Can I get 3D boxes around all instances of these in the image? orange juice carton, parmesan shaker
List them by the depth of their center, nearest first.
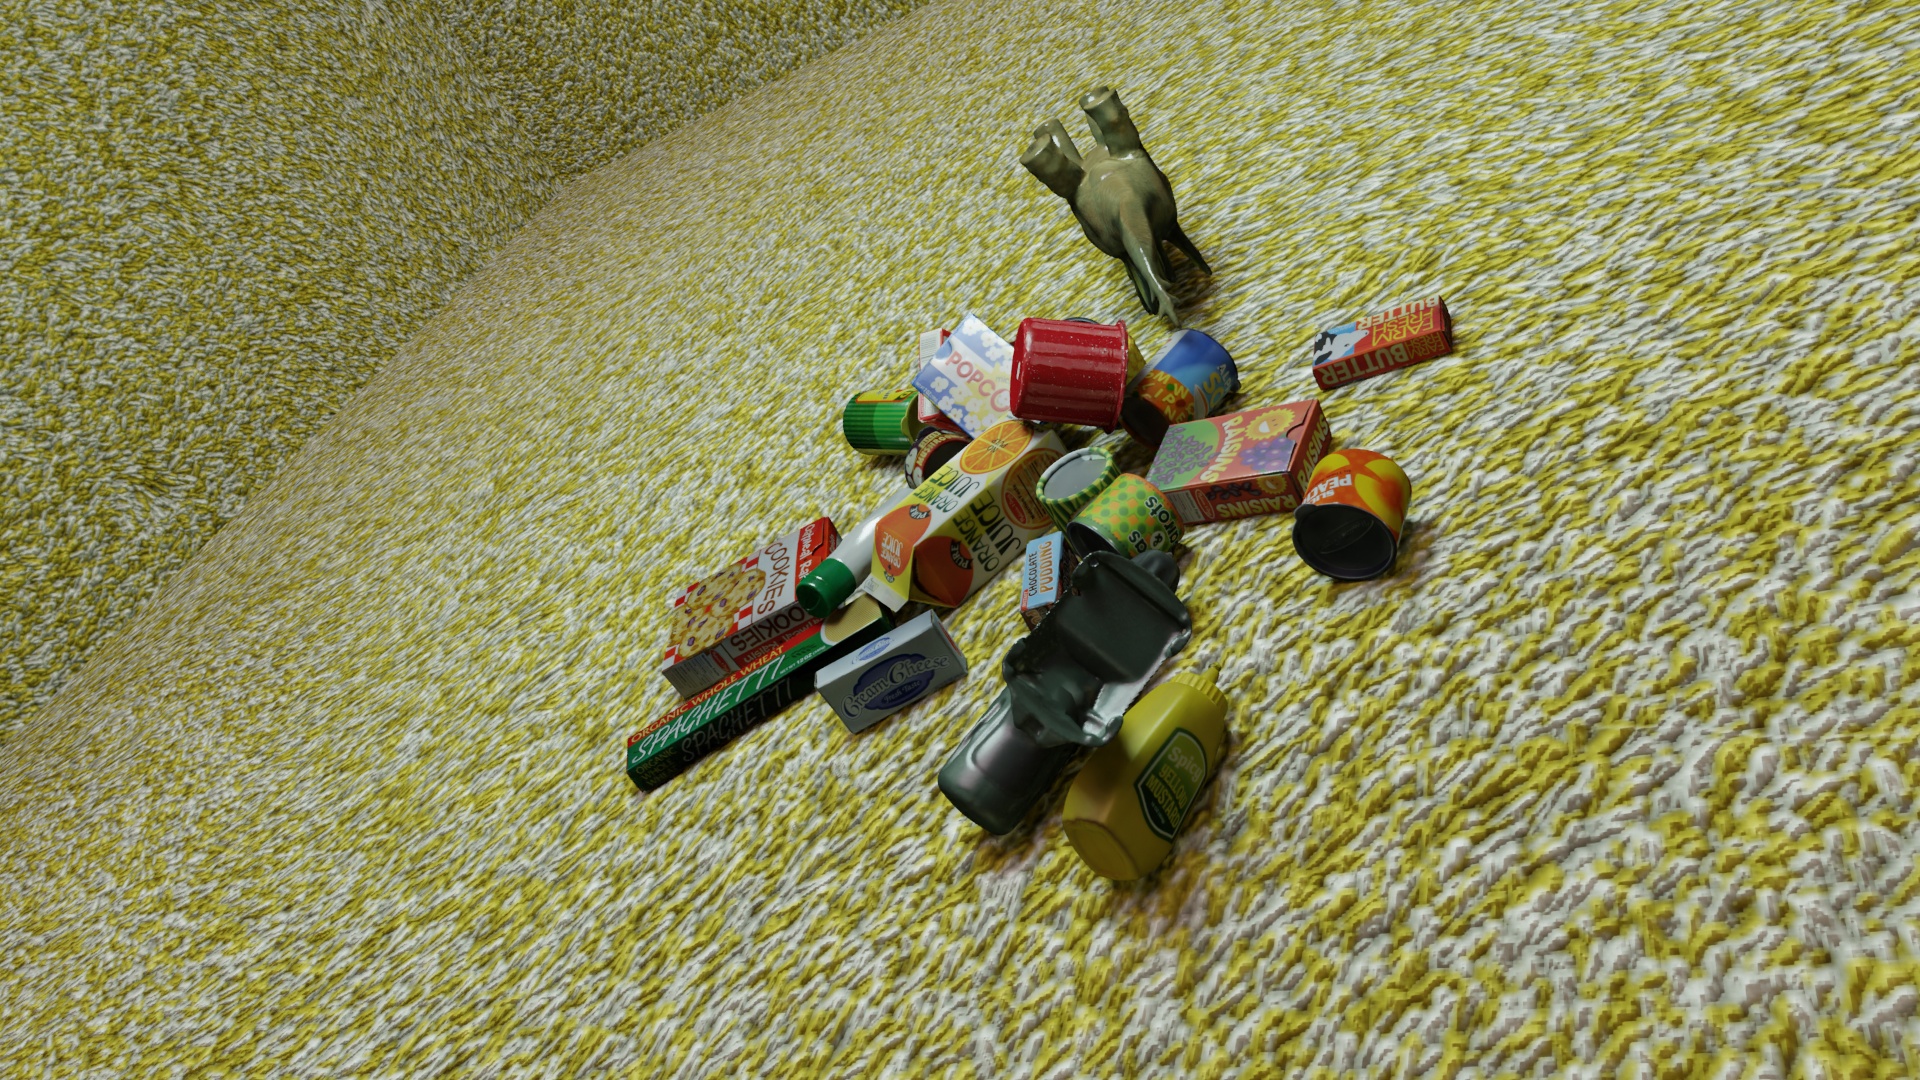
[{"bbox_3d":[0.004,-0.014,1.134,0.193,0.072,0.072,-41,31,-12],"label":"orange juice carton"},{"bbox_3d":[-0.062,-0.115,1.354,0.103,0.071,0.071,5,47,48],"label":"parmesan shaker"}]

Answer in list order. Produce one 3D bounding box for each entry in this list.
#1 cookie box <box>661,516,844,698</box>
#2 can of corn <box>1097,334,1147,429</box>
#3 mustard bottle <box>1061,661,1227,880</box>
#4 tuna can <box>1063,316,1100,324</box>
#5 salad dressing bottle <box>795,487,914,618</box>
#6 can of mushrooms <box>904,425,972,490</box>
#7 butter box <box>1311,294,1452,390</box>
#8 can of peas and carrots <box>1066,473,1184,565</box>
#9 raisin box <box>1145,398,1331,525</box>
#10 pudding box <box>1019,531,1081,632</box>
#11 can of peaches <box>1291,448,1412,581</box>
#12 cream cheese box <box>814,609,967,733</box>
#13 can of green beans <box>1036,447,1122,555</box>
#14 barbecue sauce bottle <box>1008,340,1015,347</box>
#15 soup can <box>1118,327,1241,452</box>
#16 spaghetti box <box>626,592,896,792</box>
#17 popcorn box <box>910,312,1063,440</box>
[{"bbox_3d":[-0.183,0.057,1.247,0.167,0.040,0.123,-27,30,12],"label":"cookie box"},{"bbox_3d":[0.133,-0.138,1.206,0.071,0.058,0.071,-25,30,16],"label":"can of corn"},{"bbox_3d":[0.120,0.124,0.822,0.048,0.065,0.161,-6,35,47],"label":"mustard bottle"},{"bbox_3d":[0.109,-0.166,1.265,0.071,0.071,0.032,-43,-8,-17],"label":"tuna can"},{"bbox_3d":[-0.081,0.011,1.180,0.148,0.044,0.064,-44,-3,-40],"label":"salad dressing bottle"},{"bbox_3d":[-0.014,-0.066,1.232,0.071,0.071,0.033,-40,31,-11],"label":"can of mushrooms"},{"bbox_3d":[0.324,-0.153,1.072,0.103,0.024,0.053,-16,33,29],"label":"butter box"},{"bbox_3d":[0.122,-0.006,1.012,0.059,0.070,0.071,-43,30,-17],"label":"can of peas and carrots"},{"bbox_3d":[0.205,-0.057,1.033,0.123,0.040,0.086,-8,37,37],"label":"raisin box"},{"bbox_3d":[0.068,0.038,1.015,0.030,0.049,0.084,-20,32,22],"label":"pudding box"},{"bbox_3d":[0.251,-0.018,0.896,0.071,0.071,0.058,-9,36,37],"label":"can of peaches"},{"bbox_3d":[-0.052,0.099,1.040,0.104,0.053,0.024,-29,27,9],"label":"cream cheese box"},{"bbox_3d":[0.100,-0.030,1.078,0.071,0.057,0.071,-25,30,16],"label":"can of green beans"},{"bbox_3d":[0.050,-0.166,1.348,0.148,0.043,0.065,-10,41,37],"label":"barbecue sauce bottle"},{"bbox_3d":[0.177,-0.120,1.131,0.084,0.071,0.071,-47,32,-21],"label":"soup can"},{"bbox_3d":[-0.166,0.124,1.142,0.250,0.028,0.050,-31,28,4],"label":"spaghetti box"},{"bbox_3d":[0.030,-0.129,1.224,0.127,0.038,0.085,43,95,24],"label":"popcorn box"}]
